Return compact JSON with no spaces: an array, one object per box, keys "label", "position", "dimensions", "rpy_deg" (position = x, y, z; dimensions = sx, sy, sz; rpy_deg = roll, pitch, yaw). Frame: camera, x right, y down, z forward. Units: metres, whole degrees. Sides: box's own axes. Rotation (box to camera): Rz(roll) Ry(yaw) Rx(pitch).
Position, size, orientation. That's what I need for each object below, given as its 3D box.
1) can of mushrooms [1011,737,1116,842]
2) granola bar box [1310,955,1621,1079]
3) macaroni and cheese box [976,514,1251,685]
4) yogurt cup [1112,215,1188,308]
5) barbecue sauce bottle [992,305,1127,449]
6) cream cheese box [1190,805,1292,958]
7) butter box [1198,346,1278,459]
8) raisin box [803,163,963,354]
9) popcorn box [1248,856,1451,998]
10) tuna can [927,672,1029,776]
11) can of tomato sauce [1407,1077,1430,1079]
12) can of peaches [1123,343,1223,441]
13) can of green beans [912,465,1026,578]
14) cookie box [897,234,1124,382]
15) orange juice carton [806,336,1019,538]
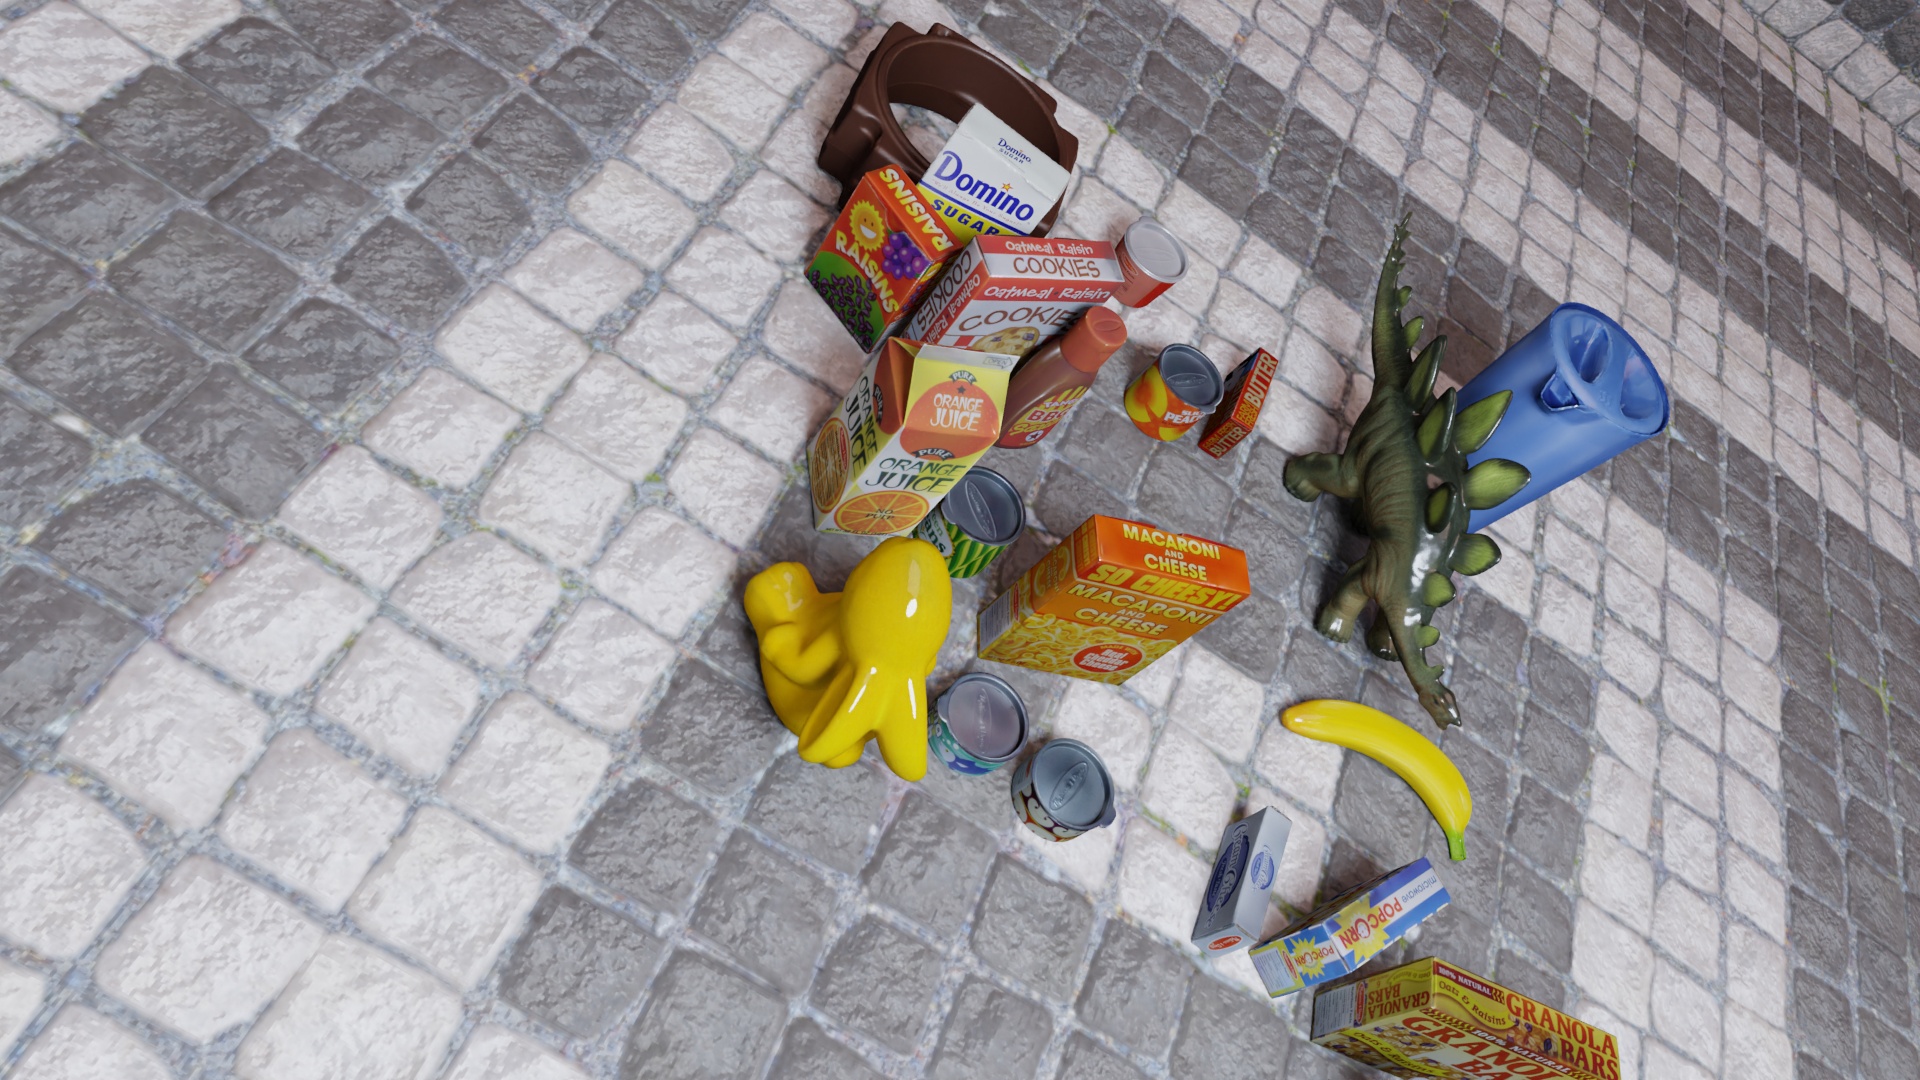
[{"label":"can of mushrooms","position":[0.073,0.176,0.967],"dimensions":[0.071,0.033,0.071],"rpy_deg":[15,56,-23]},{"label":"granola bar box","position":[0.350,0.347,0.970],"dimensions":[0.165,0.123,0.039],"rpy_deg":[26,53,-15]},{"label":"macaroni and cheese box","position":[0.103,0.045,0.977],"dimensions":[0.124,0.165,0.040],"rpy_deg":[13,57,-24]},{"label":"yogurt cup","position":[0.166,-0.249,1.264],"dimensions":[0.072,0.053,0.073],"rpy_deg":[15,56,-23]},{"label":"barbecue sauce bottle","position":[0.074,-0.125,1.074],"dimensions":[0.065,0.147,0.044],"rpy_deg":[-12,70,-35]},{"label":"cream cheese box","position":[0.200,0.243,0.990],"dimensions":[0.024,0.053,0.104],"rpy_deg":[36,50,-8]},{"label":"butter box","position":[0.248,-0.122,1.237],"dimensions":[0.024,0.053,0.104],"rpy_deg":[35,50,-8]},{"label":"raisin box","position":[-0.061,-0.214,1.063],"dimensions":[0.040,0.122,0.086],"rpy_deg":[-31,81,-39]},{"label":"popcorn box","position":[0.280,0.277,0.996],"dimensions":[0.127,0.085,0.038],"rpy_deg":[-17,73,-37]},{"label":"tuna can","position":[0.009,0.127,0.959],"dimensions":[0.071,0.032,0.071],"rpy_deg":[15,56,-23]},{"label":"can of tomato sauce","position":[0.284,0.401,0.925],"dimensions":[0.071,0.082,0.071],"rpy_deg":[15,56,-23]},{"label":"can of peaches","position":[0.184,-0.125,1.198],"dimensions":[0.071,0.057,0.071],"rpy_deg":[15,56,-23]},{"label":"can of green beans","position":[0.006,-0.013,1.025],"dimensions":[0.071,0.057,0.071],"rpy_deg":[15,56,-23]},{"label":"cookie box","position":[0.028,-0.167,1.059],"dimensions":[0.123,0.166,0.040],"rpy_deg":[-6,66,-33]},{"label":"orange juice carton","position":[-0.035,-0.077,0.951],"dimensions":[0.072,0.191,0.073],"rpy_deg":[5,60,-28]}]
